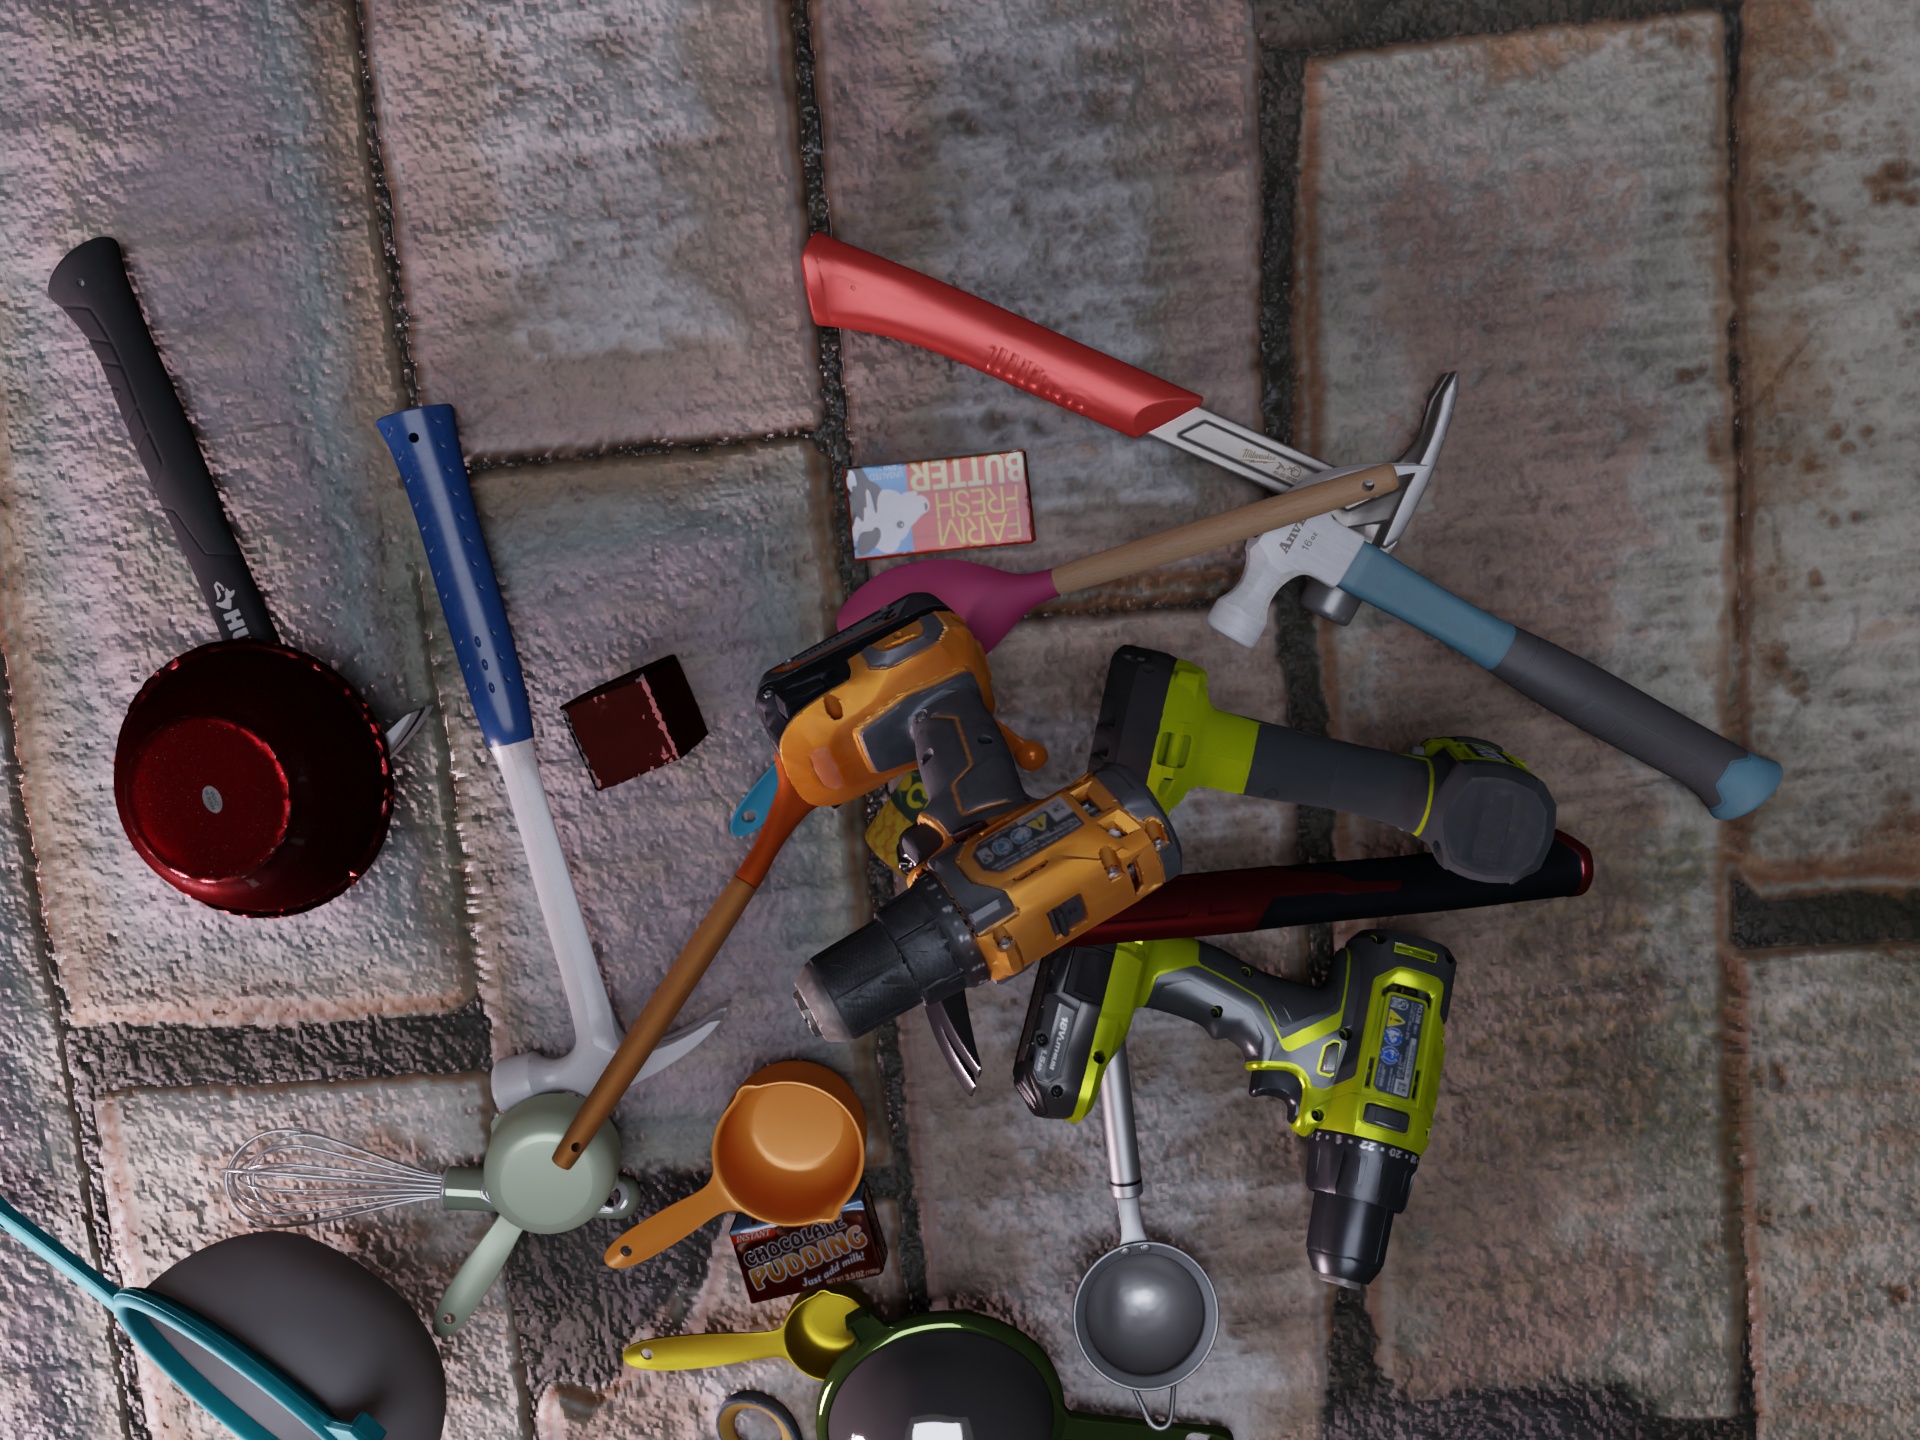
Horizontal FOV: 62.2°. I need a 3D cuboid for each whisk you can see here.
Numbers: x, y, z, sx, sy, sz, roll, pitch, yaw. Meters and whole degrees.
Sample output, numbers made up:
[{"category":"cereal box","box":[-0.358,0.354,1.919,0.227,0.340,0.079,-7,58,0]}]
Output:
[{"category":"whisk","box":[-0.314,0.277,0.946,0.246,0.059,0.058,4,71,-3]}]

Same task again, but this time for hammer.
[{"category":"hammer","box":[0.166,0.108,0.845,0.386,0.143,0.038,-3,143,-14]},{"category":"hammer","box":[0.084,-0.189,0.869,0.359,0.037,0.149,24,98,-2]},{"category":"hammer","box":[-0.421,-0.107,0.896,0.146,0.035,0.334,-20,97,5]},{"category":"hammer","box":[0.305,-0.032,0.867,0.331,0.033,0.128,27,99,-10]},{"category":"hammer","box":[-0.248,0.021,0.910,0.144,0.035,0.405,-14,98,4]}]

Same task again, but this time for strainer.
[{"category":"strainer","box":[0.042,0.434,0.934,0.256,0.069,0.151,8,108,-6]},{"category":"strainer","box":[0.100,0.281,0.937,0.087,0.050,0.258,-7,92,-3]},{"category":"strainer","box":[-0.424,0.336,0.931,0.340,0.095,0.210,26,140,16]}]

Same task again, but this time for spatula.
[{"category":"spatula","box":[-0.131,0.112,0.890,0.081,0.041,0.322,36,83,-23]}]

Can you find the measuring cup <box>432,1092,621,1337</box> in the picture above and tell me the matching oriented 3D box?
[{"category":"measuring cup","box":[-0.259,0.294,0.913,0.083,0.038,0.167,33,94,-11]}]

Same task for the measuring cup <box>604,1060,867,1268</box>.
[{"category":"measuring cup","box":[-0.133,0.266,0.935,0.173,0.052,0.095,-33,96,8]}]

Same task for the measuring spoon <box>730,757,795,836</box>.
[{"category":"measuring spoon","box":[-0.093,0.017,0.917,0.042,0.021,0.128,34,108,-23]}]

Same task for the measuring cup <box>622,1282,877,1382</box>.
[{"category":"measuring cup","box":[-0.126,0.372,0.963,0.156,0.029,0.062,-7,98,5]}]

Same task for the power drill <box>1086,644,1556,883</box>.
[{"category":"power drill","box":[0.185,0.022,0.840,0.223,0.171,0.080,13,99,8]}]

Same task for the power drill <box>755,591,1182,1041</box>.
[{"category":"power drill","box":[-0.026,0.046,0.776,0.185,0.226,0.084,-30,132,-10]}]

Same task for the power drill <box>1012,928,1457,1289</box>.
[{"category":"power drill","box":[0.150,0.192,0.878,0.228,0.080,0.191,16,74,0]}]

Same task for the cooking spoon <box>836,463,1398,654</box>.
[{"category":"cooking spoon","box":[0.075,-0.082,0.851,0.319,0.017,0.068,-16,102,22]}]

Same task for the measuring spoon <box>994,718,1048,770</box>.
[{"category":"measuring spoon","box":[-0.001,-0.003,0.902,0.117,0.011,0.021,31,129,-9]}]
